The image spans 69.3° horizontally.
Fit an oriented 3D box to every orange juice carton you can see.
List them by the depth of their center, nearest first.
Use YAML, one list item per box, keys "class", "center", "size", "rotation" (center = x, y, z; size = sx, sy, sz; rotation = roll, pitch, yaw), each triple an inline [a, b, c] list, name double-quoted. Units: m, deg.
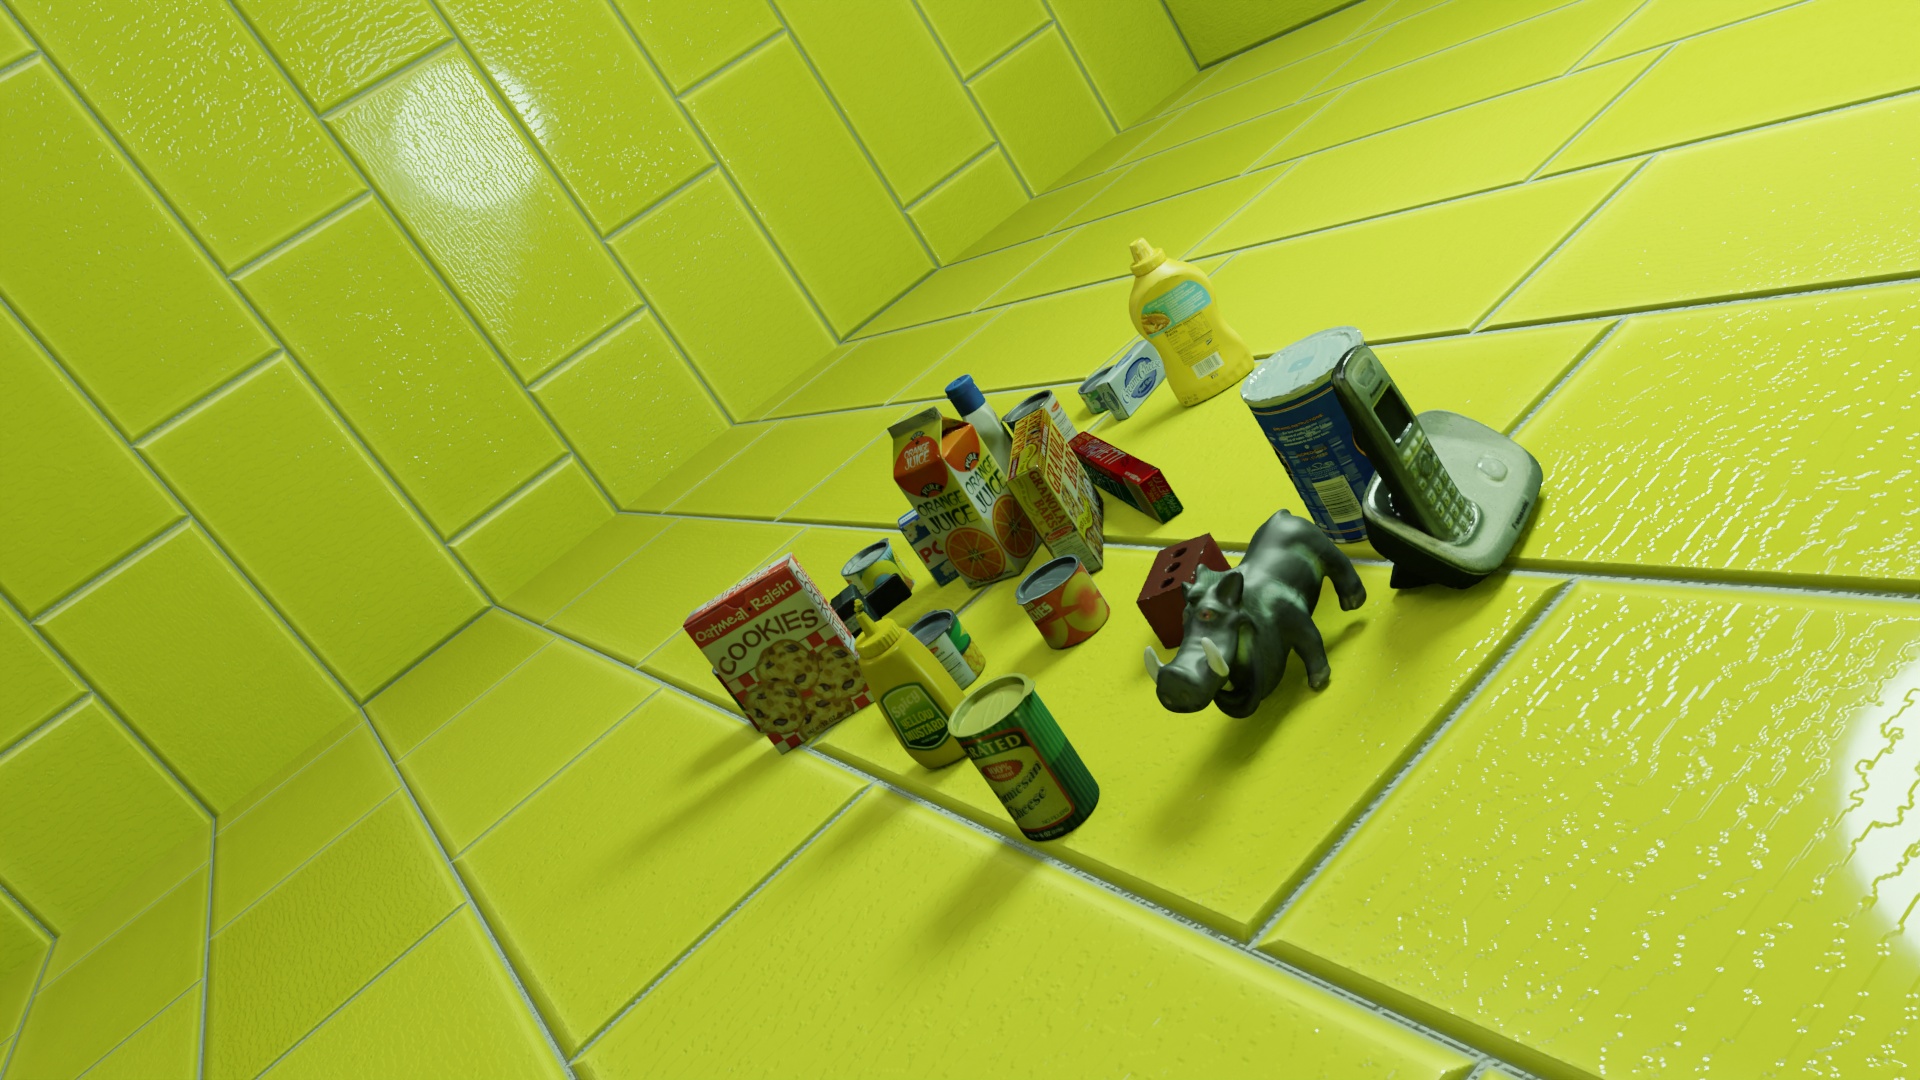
- class: "orange juice carton"
  center: [-0.001, -0.050, 1.444]
  size: [0.071, 0.192, 0.073]
  rotation: [-19, 23, 39]

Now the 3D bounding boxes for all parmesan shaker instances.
- class: "parmesan shaker"
  center: [0.048, 0.153, 0.981]
  size: [0.071, 0.103, 0.071]
  rotation: [-30, 18, 11]

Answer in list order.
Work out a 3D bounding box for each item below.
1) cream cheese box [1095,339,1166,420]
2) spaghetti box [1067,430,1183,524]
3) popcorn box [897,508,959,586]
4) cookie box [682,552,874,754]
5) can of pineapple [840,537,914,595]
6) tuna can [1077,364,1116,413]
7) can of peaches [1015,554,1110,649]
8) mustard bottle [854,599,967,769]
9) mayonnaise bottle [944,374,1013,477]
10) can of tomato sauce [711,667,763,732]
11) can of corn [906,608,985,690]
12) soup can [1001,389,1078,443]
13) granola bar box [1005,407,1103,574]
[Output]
- class: "cream cheese box"
  center: [0.209, -0.195, 1.683]
  size: [0.024, 0.053, 0.104]
  rotation: [-12, 28, 50]
- class: "spaghetti box"
  center: [0.165, -0.069, 1.440]
  size: [0.029, 0.050, 0.250]
  rotation: [-35, 18, -3]
- class: "popcorn box"
  center: [0.005, -0.019, 1.528]
  size: [0.127, 0.085, 0.038]
  rotation: [-33, 18, 2]
- class: "cookie box"
  center: [-0.171, 0.112, 1.361]
  size: [0.123, 0.167, 0.040]
  rotation: [-31, 18, 10]
- class: "can of pineapple"
  center: [-0.092, 0.041, 1.586]
  size: [0.071, 0.057, 0.071]
  rotation: [-30, 18, 11]
- class: "tuna can"
  center: [0.186, -0.192, 1.749]
  size: [0.071, 0.032, 0.071]
  rotation: [-30, 18, 11]
- class: "can of peaches"
  center: [0.090, 0.056, 1.233]
  size: [0.071, 0.058, 0.071]
  rotation: [-30, 18, 11]
- class: "mustard bottle"
  center: [-0.047, 0.115, 1.150]
  size: [0.065, 0.160, 0.049]
  rotation: [-28, 19, 19]
- class: "mayonnaise bottle"
  center: [0.035, -0.128, 1.656]
  size: [0.041, 0.147, 0.065]
  rotation: [-31, 18, 9]
- class: "can of tomato sauce"
  center: [-0.210, 0.150, 1.465]
  size: [0.071, 0.083, 0.071]
  rotation: [-30, 18, 11]
- class: "can of corn"
  center: [-0.018, 0.105, 1.292]
  size: [0.071, 0.058, 0.071]
  rotation: [-30, 18, 11]
- class: "soup can"
  center: [0.099, -0.125, 1.642]
  size: [0.071, 0.083, 0.071]
  rotation: [-30, 18, 11]
- class: "granola bar box"
  center: [0.096, -0.048, 1.383]
  size: [0.039, 0.124, 0.166]
  rotation: [-28, 19, 17]
